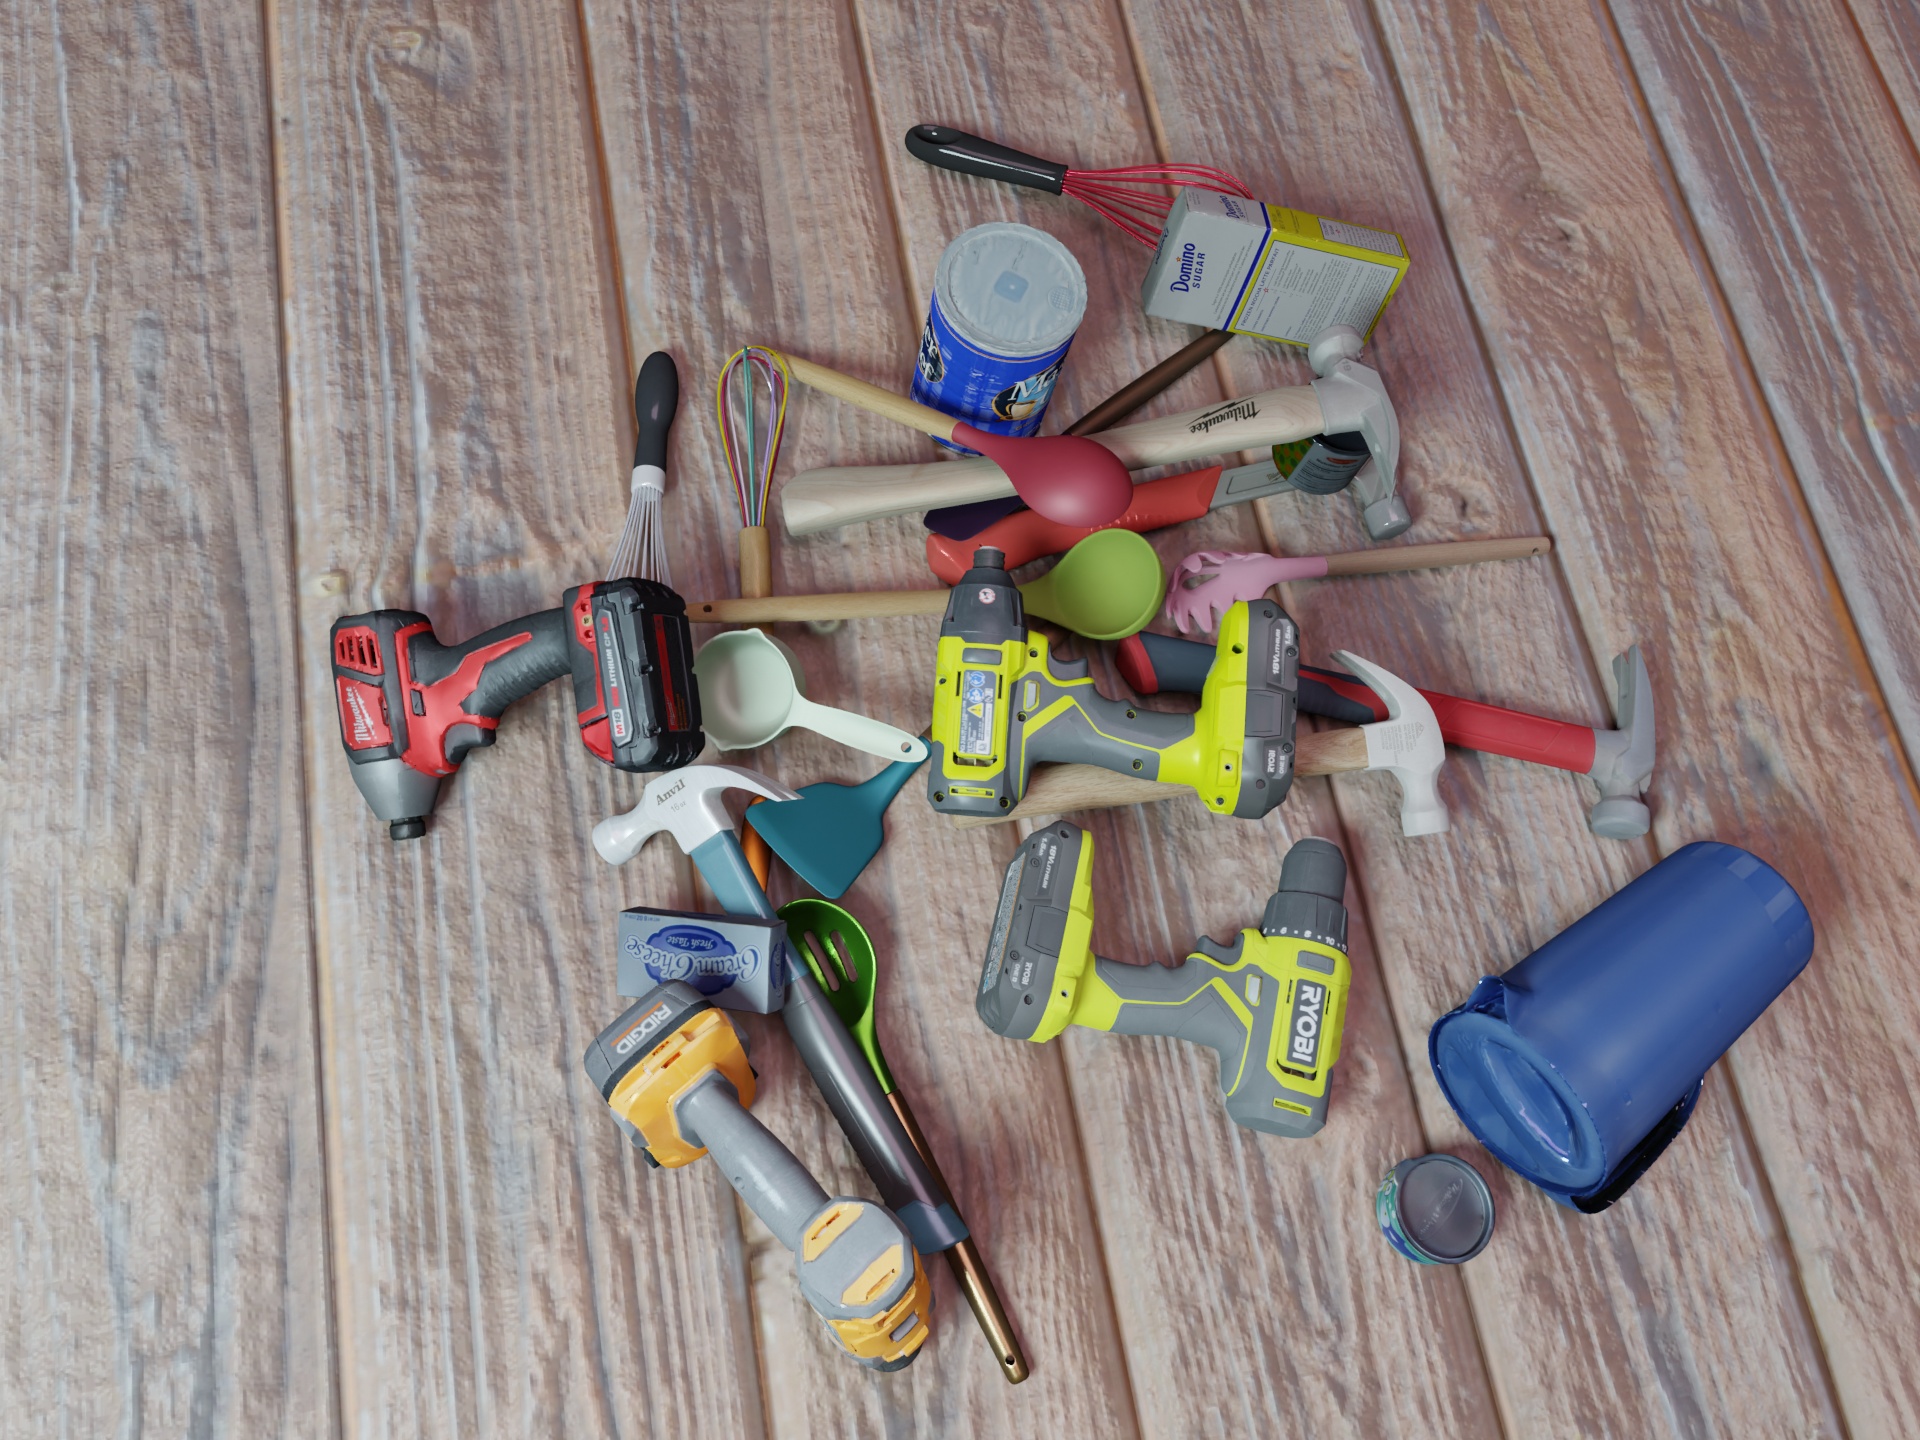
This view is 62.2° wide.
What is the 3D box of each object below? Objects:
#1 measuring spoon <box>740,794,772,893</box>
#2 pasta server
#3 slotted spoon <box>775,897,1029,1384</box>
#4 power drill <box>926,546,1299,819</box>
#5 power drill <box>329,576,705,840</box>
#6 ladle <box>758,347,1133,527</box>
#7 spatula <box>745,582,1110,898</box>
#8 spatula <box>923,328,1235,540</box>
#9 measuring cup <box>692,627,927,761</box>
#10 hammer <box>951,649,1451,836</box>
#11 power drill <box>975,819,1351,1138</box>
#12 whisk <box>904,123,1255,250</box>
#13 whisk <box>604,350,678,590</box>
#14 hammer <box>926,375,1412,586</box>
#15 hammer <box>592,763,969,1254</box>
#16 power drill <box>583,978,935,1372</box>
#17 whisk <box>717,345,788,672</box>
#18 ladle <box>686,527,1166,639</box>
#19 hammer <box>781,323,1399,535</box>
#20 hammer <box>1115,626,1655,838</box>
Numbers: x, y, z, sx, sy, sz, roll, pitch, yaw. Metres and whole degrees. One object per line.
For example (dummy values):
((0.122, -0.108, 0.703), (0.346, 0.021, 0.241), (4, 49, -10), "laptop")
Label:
((-0.133, 0.102, 1.016), (0.021, 0.011, 0.117), (6, 69, -7), "measuring spoon")
((0.291, -0.110, 1.152), (0.316, 0.060, 0.040), (-7, 39, -14), "pasta server")
((-0.035, 0.252, 0.968), (0.070, 0.031, 0.314), (-27, 78, 0), "slotted spoon")
((0.095, -0.020, 1.008), (0.223, 0.080, 0.171), (4, 82, 1), "power drill")
((-0.275, -0.008, 0.967), (0.219, 0.078, 0.143), (-8, 89, 13), "power drill")
((-0.021, -0.204, 1.079), (0.316, 0.031, 0.069), (27, 63, 29), "ladle")
((-0.002, -0.003, 1.061), (0.082, 0.044, 0.317), (43, 68, 14), "spatula")
((0.094, -0.216, 1.154), (0.316, 0.018, 0.060), (-37, 46, -26), "spatula")
((-0.095, -0.007, 1.027), (0.167, 0.038, 0.083), (19, 99, 11), "measuring cup")
((0.157, 0.031, 1.058), (0.331, 0.031, 0.130), (-7, 85, -4), "hammer")
((0.139, 0.144, 1.011), (0.228, 0.080, 0.191), (16, 69, -6), "power drill")
((0.098, -0.411, 1.226), (0.296, 0.073, 0.073), (17, 68, 5), "whisk")
((-0.214, -0.132, 1.073), (0.070, 0.070, 0.285), (4, 64, -8), "whisk")
((0.145, -0.166, 1.150), (0.359, 0.036, 0.149), (-15, 72, -15), "hammer")
((-0.096, 0.172, 0.959), (0.128, 0.033, 0.331), (-35, 79, 16), "hammer")
((-0.101, 0.268, 0.895), (0.084, 0.185, 0.226), (-40, 61, -20), "power drill")
((-0.140, -0.151, 1.096), (0.047, 0.051, 0.245), (0, 72, -15), "whisk")
((-0.021, -0.084, 1.057), (0.320, 0.062, 0.078), (-3, 71, -10), "ladle")
((0.083, -0.170, 1.070), (0.410, 0.038, 0.146), (-11, 52, 4), "hammer")
((0.301, -0.024, 1.121), (0.386, 0.038, 0.143), (12, 67, -4), "hammer")
